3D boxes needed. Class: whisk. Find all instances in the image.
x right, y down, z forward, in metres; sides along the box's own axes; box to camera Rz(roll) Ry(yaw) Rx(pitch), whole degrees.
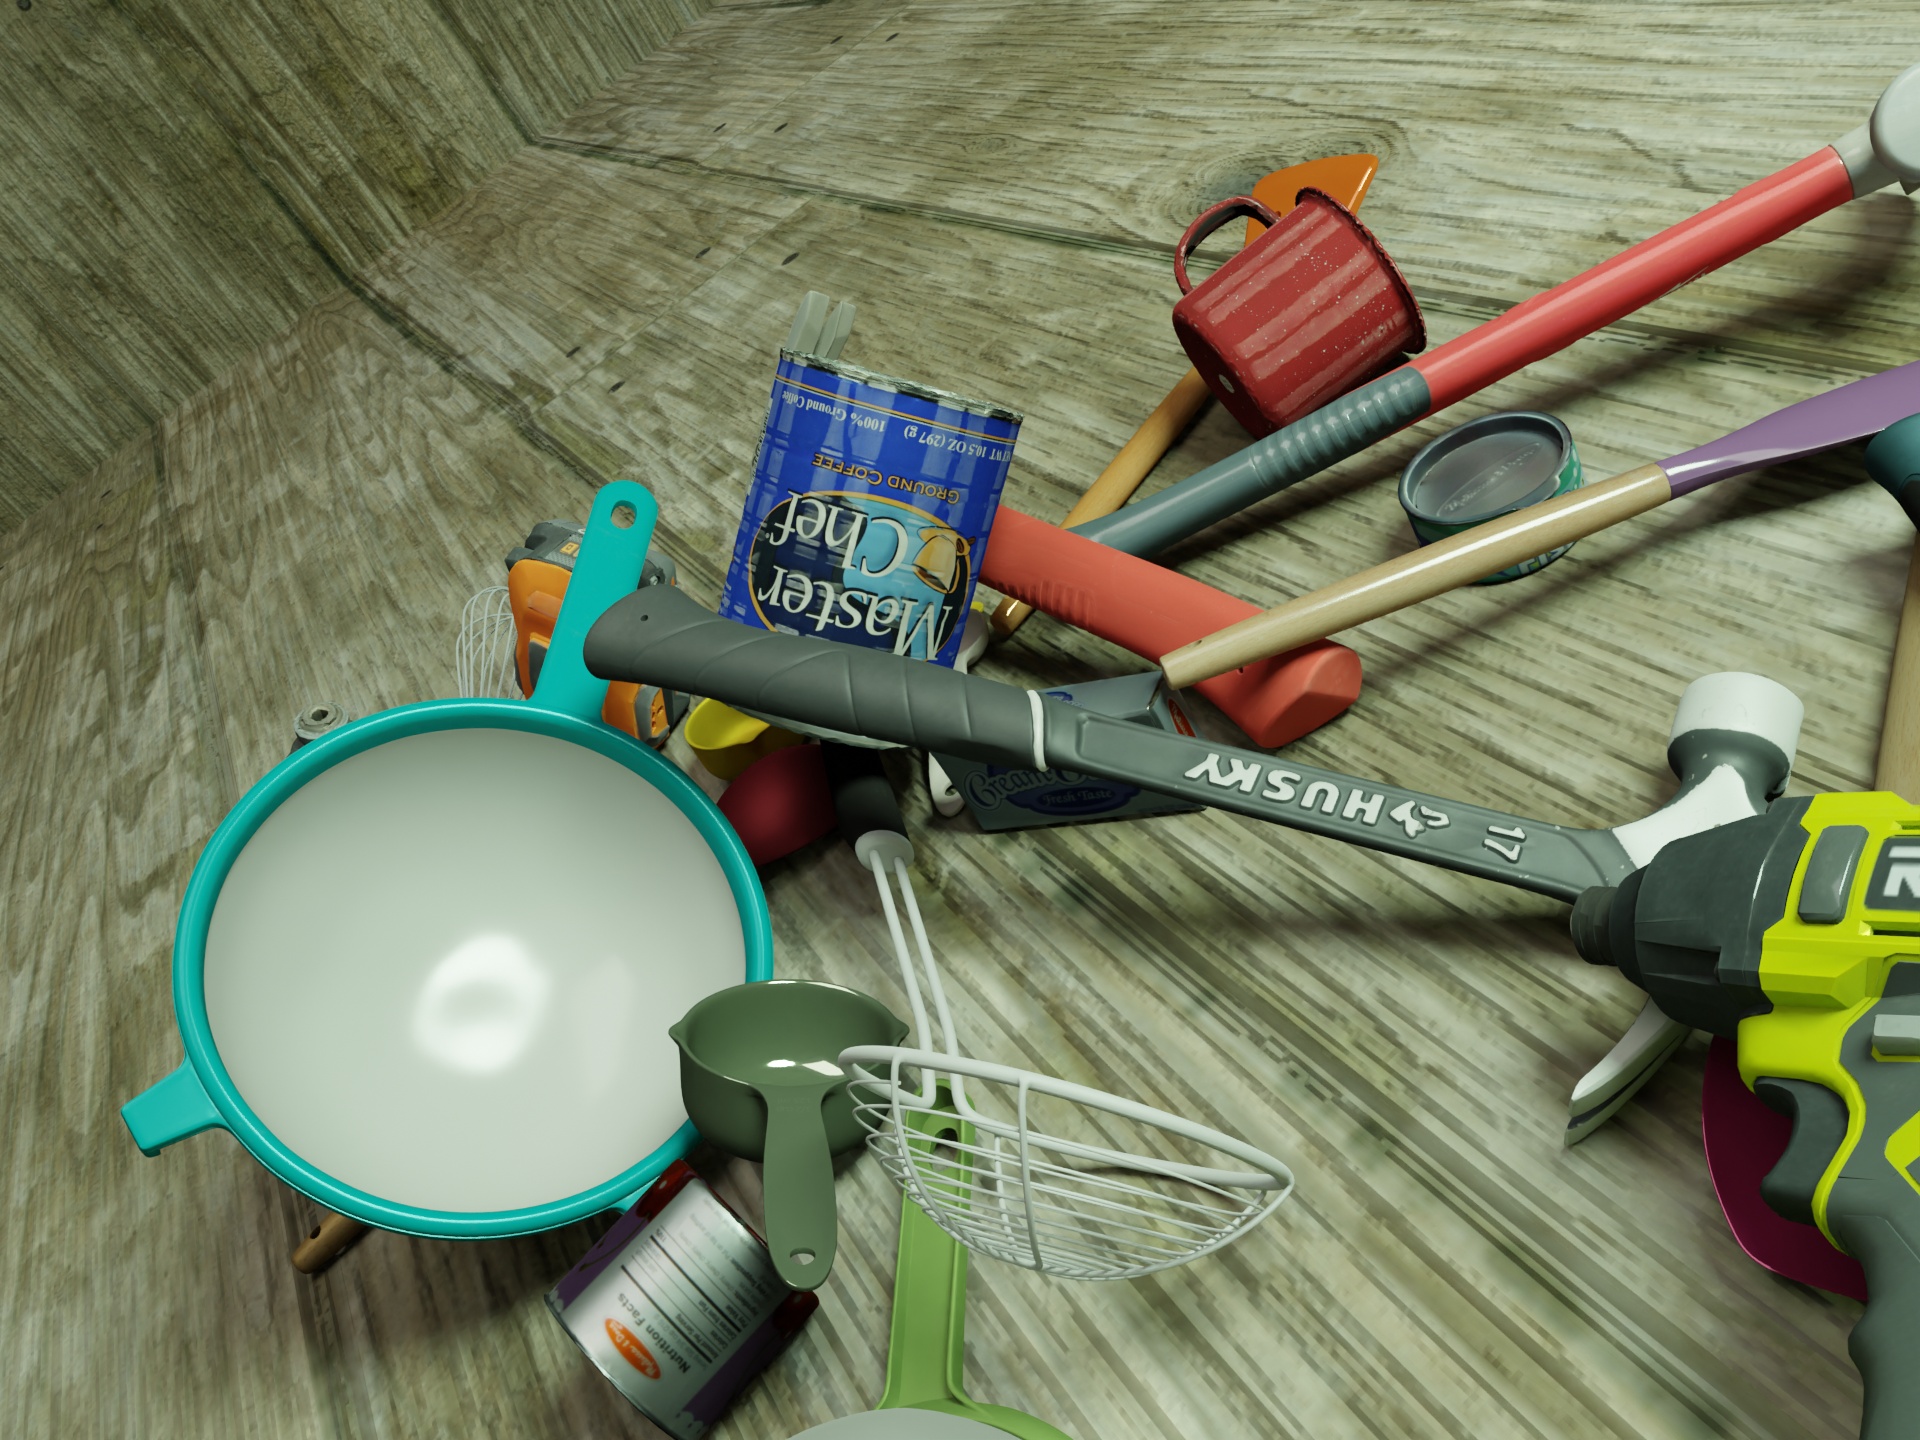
[{"bbox_3d":[-0.257,0.021,0.869,0.070,0.070,0.285,-23,40,18],"label":"whisk"}]

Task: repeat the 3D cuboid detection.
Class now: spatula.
[{"bbox_3d":[0.107,-0.167,0.792,0.081,0.041,0.323,10,55,50],"label":"spatula"},{"bbox_3d":[0.219,-0.072,0.551,0.316,0.018,0.060,-21,17,4],"label":"spatula"}]

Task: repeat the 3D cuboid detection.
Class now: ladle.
[{"bbox_3d":[-0.163,0.117,0.688,0.315,0.031,0.069,-45,37,-11],"label":"ladle"}]

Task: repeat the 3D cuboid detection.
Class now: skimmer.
[{"bbox_3d":[-0.001,0.055,0.553,0.090,0.127,0.364,-58,24,17],"label":"skimmer"}]

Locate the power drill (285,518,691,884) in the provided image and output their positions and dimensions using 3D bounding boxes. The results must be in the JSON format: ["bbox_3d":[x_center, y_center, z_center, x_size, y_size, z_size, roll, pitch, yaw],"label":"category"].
[{"bbox_3d":[-0.221,0.004,0.743,0.084,0.164,0.227,20,48,17],"label":"power drill"}]

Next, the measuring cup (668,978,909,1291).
[{"bbox_3d":[-0.054,0.138,0.511,0.083,0.038,0.168,1,20,-8],"label":"measuring cup"}]

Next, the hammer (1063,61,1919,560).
[{"bbox_3d":[0.205,-0.144,0.659,0.386,0.038,0.143,-25,1,26],"label":"hammer"}]

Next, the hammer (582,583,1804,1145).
[{"bbox_3d":[0.041,0.013,0.525,0.409,0.036,0.149,13,58,26],"label":"hammer"}]

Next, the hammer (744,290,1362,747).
[{"bbox_3d":[0.022,-0.083,0.692,0.359,0.036,0.149,28,105,43],"label":"hammer"}]

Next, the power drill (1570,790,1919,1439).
[{"bbox_3d":[0.174,0.115,0.315,0.171,0.080,0.223,-6,47,55],"label":"power drill"}]

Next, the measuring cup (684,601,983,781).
[{"bbox_3d":[-0.057,-0.015,0.769,0.156,0.029,0.062,-24,33,-5],"label":"measuring cup"}]

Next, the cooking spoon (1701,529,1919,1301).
[{"bbox_3d":[0.266,0.015,0.445,0.069,0.017,0.319,11,53,28],"label":"cooking spoon"}]

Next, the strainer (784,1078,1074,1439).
[{"bbox_3d":[-0.025,0.194,0.428,0.151,0.069,0.257,-20,37,21],"label":"strainer"}]

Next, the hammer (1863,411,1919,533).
[{"bbox_3d":[0.297,0.027,0.374,0.128,0.033,0.331,-21,40,21],"label":"hammer"}]

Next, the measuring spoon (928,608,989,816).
[{"bbox_3d":[-0.001,-0.002,0.710,0.034,0.018,0.124,-18,44,19],"label":"measuring spoon"}]

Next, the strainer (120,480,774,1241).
[{"bbox_3d":[-0.178,0.051,0.652,0.095,0.211,0.341,121,160,-52],"label":"strainer"}]
